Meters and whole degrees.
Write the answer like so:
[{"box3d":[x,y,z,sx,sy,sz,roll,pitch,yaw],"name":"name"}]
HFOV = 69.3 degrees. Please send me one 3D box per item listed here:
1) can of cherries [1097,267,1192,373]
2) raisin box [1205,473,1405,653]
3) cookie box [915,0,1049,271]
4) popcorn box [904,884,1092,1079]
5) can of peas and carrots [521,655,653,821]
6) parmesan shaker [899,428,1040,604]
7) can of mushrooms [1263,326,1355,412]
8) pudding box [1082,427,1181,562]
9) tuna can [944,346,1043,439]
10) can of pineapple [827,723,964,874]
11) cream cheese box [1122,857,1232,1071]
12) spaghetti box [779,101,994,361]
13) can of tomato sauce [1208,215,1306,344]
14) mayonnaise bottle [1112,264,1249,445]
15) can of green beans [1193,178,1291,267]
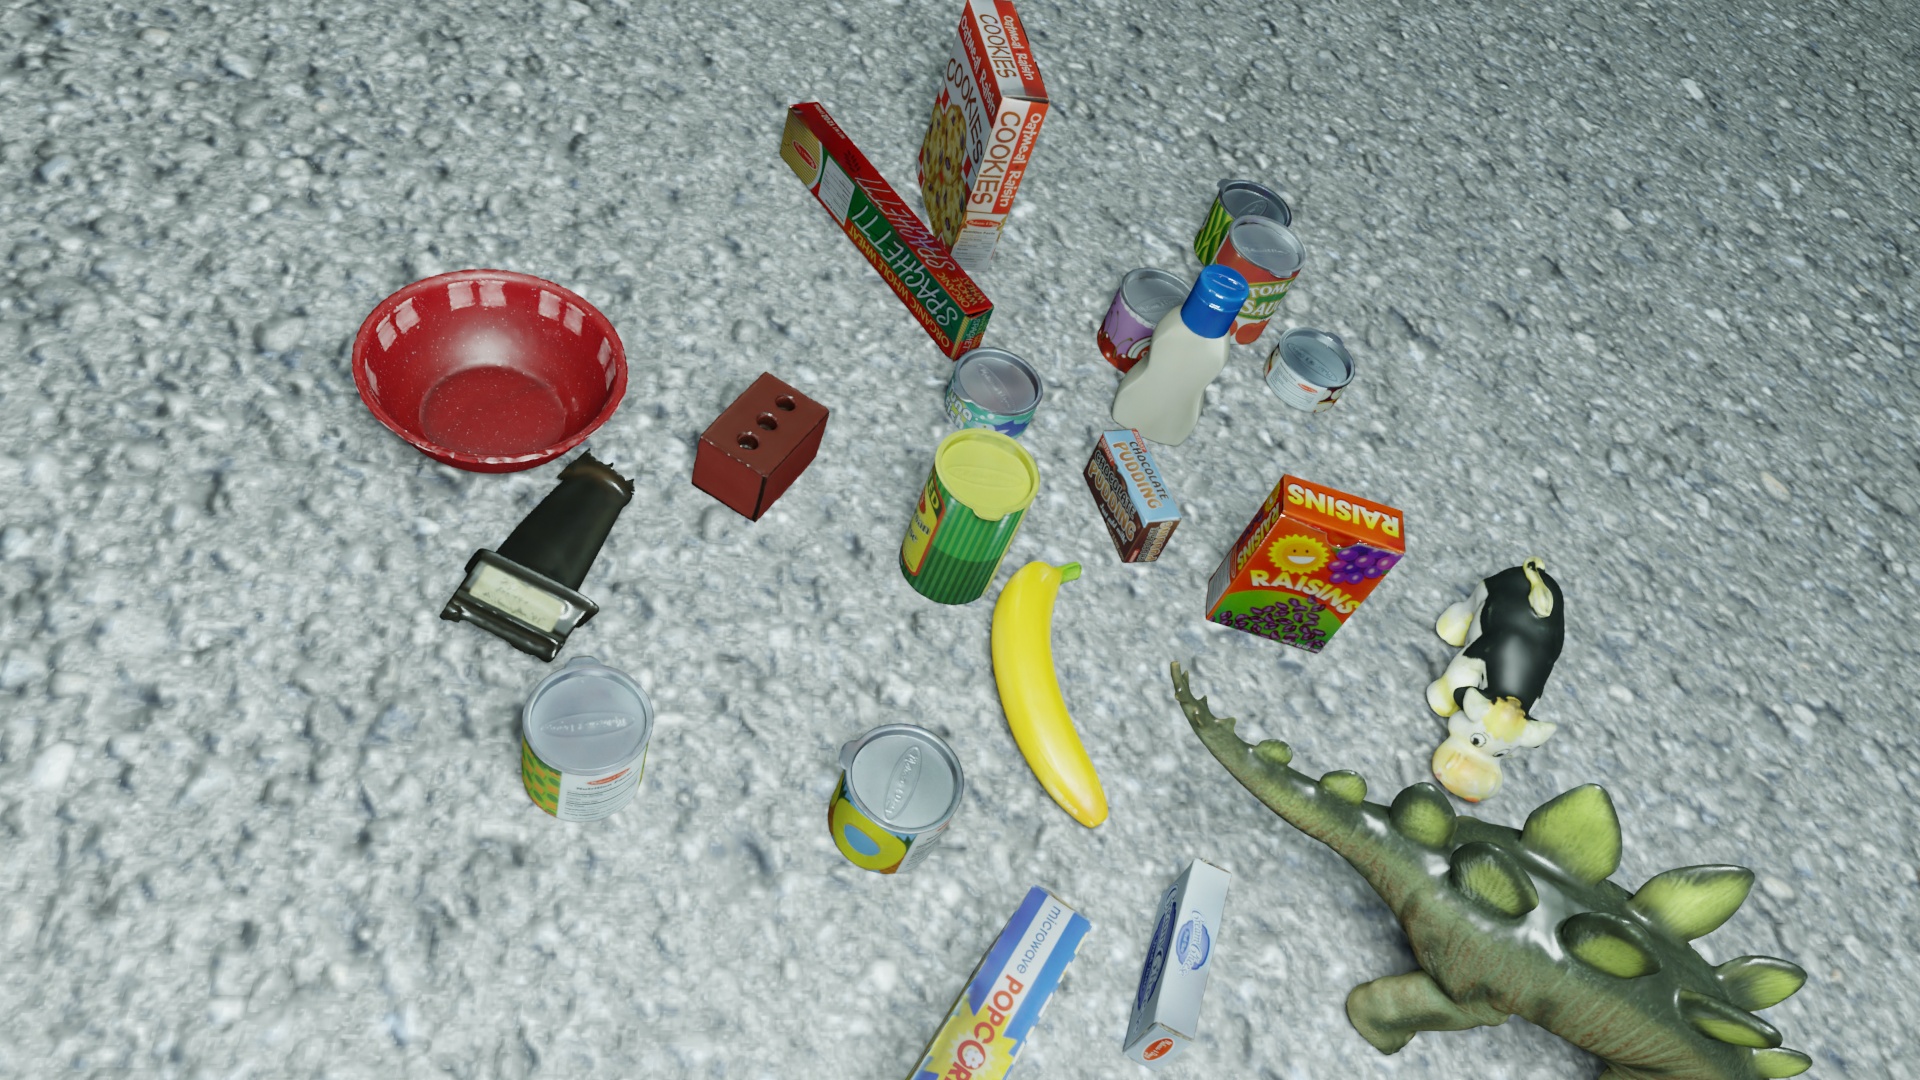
[{"box3d":[0.147,-0.166,1.078,0.071,0.058,0.072,10,51,-12],"name":"can of cherries"},{"box3d":[0.225,0.018,0.919,0.086,0.122,0.040,18,50,-5],"name":"raisin box"},{"box3d":[0.014,-0.312,1.074,0.040,0.166,0.123,-1,54,-20],"name":"cookie box"},{"box3d":[0.011,0.244,0.693,0.038,0.084,0.127,33,50,8],"name":"popcorn box"},{"box3d":[-0.201,0.107,0.744,0.071,0.058,0.071,10,51,-12],"name":"can of peas and carrots"},{"box3d":[0.003,-0.011,0.878,0.071,0.102,0.072,10,51,-12],"name":"parmesan shaker"},{"box3d":[0.282,-0.138,1.119,0.071,0.033,0.071,10,51,-12],"name":"can of mushrooms"},{"box3d":[0.119,-0.032,0.969,0.030,0.049,0.084,-6,56,-23],"name":"pudding box"},{"box3d":[0.021,-0.104,1.003,0.071,0.032,0.071,10,51,-12],"name":"tuna can"},{"box3d":[-0.038,0.143,0.773,0.071,0.057,0.071,10,51,-12],"name":"can of pineapple"},{"box3d":[0.119,0.231,0.761,0.024,0.053,0.104,25,50,0],"name":"cream cheese box"},{"box3d":[-0.060,-0.241,1.070,0.029,0.050,0.250,-23,64,-32],"name":"spaghetti box"},{"box3d":[0.232,-0.208,1.124,0.071,0.082,0.071,10,51,-12],"name":"can of tomato sauce"},{"box3d":[0.161,-0.132,0.998,0.065,0.147,0.041,23,50,-1],"name":"mayonnaise bottle"},{"box3d":[0.240,-0.264,1.187,0.071,0.057,0.071,10,51,-12],"name":"can of green beans"}]
